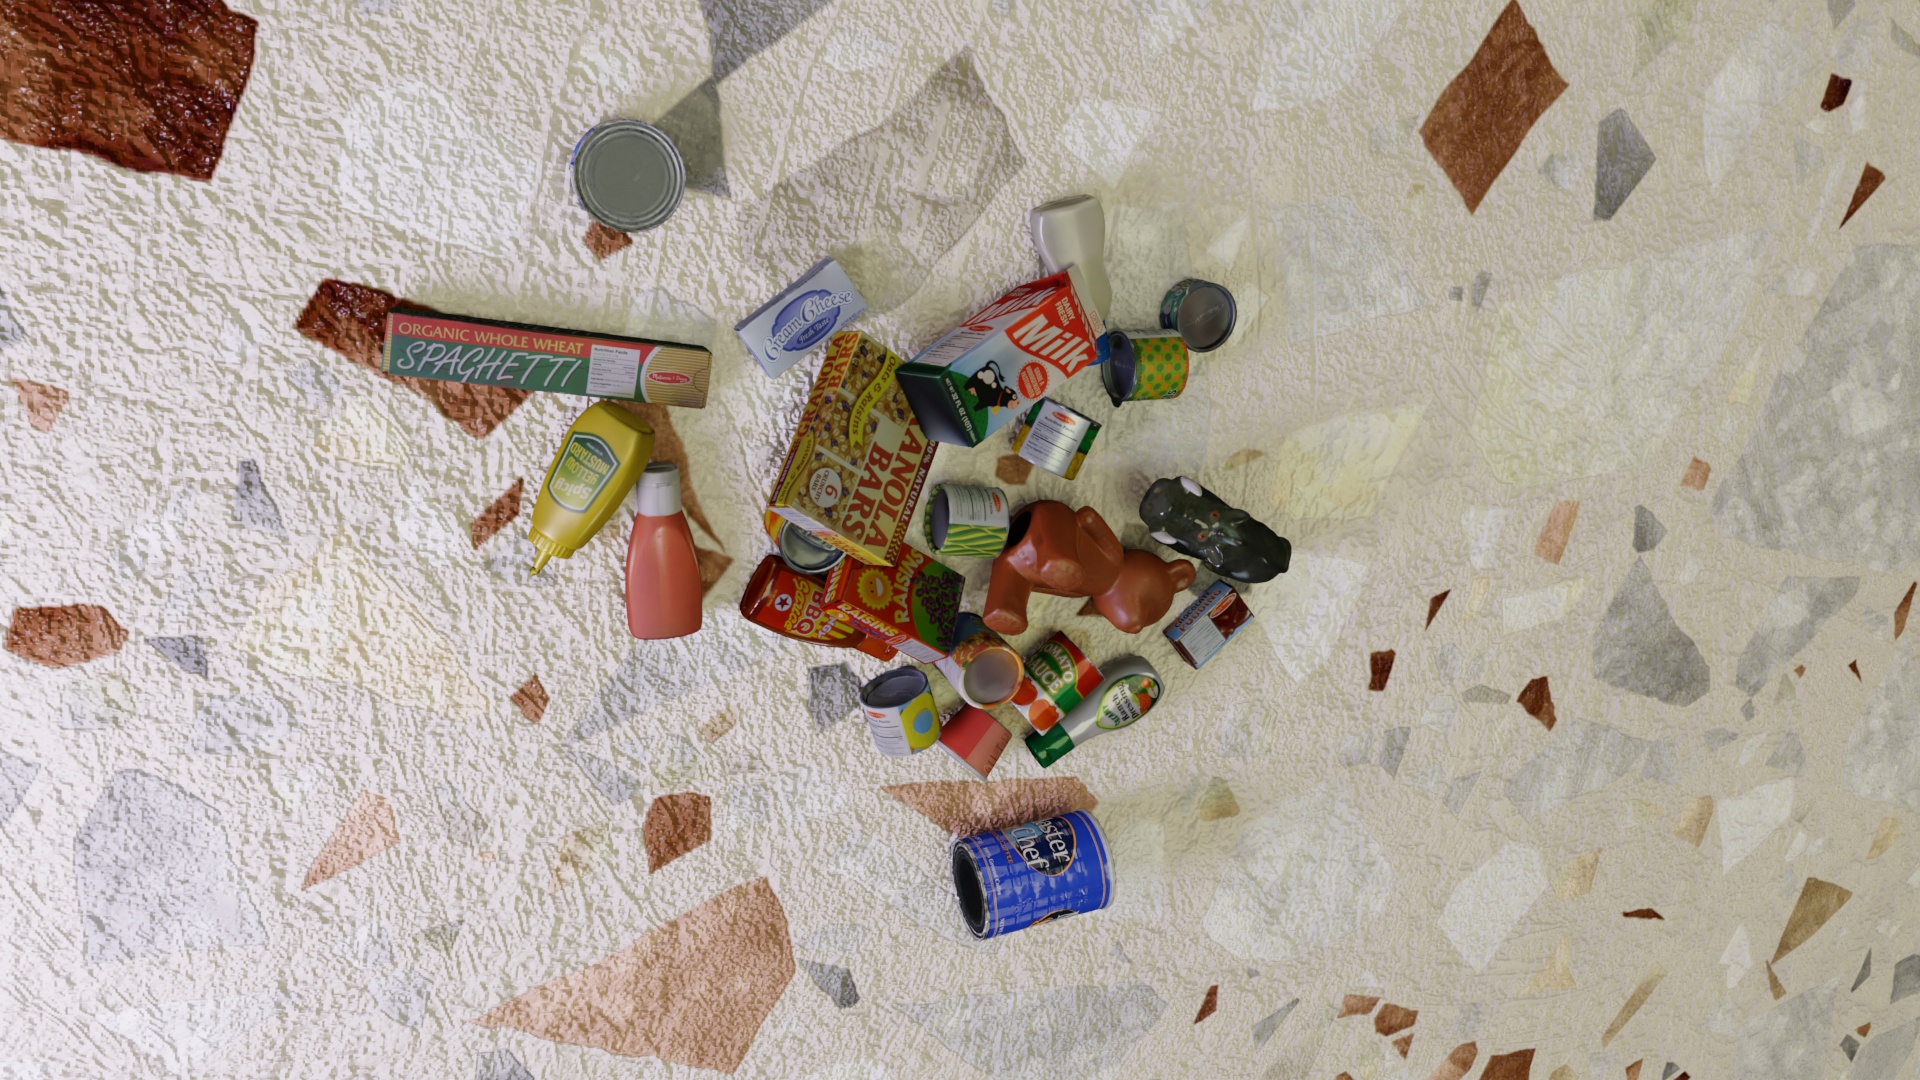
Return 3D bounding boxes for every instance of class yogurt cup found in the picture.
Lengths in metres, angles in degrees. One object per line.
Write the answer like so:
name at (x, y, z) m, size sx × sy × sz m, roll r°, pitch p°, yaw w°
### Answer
yogurt cup at (0.013, 0.192, 1.346) m, size 0.072 × 0.072 × 0.054 m, roll 44°, pitch 81°, yaw -28°

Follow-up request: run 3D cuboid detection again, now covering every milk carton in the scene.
milk carton at (0.046, -0.161, 1.192) m, size 0.191 × 0.073 × 0.072 m, roll -38°, pitch 118°, yaw -23°

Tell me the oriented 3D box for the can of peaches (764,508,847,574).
can of peaches at (-0.133, -0.013, 1.217) m, size 0.071 × 0.058 × 0.071 m, roll -7°, pitch 110°, yaw -20°

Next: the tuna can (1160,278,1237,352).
tuna can at (0.223, -0.214, 1.307) m, size 0.071 × 0.033 × 0.070 m, roll -7°, pitch 111°, yaw -20°

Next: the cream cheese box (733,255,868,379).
cream cheese box at (-0.135, -0.188, 1.174) m, size 0.104 × 0.024 × 0.053 m, roll -39°, pitch 116°, yaw -6°

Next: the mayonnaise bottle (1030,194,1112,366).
mayonnaise bottle at (0.106, -0.231, 1.249) m, size 0.065 × 0.041 × 0.147 m, roll -17°, pitch 115°, yaw -9°

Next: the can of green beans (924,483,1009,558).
can of green beans at (0.005, -0.018, 1.267) m, size 0.058 × 0.071 × 0.071 m, roll 4°, pitch 107°, yaw -23°

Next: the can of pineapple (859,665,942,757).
can of pineapple at (-0.054, 0.161, 1.306) m, size 0.071 × 0.071 × 0.057 m, roll -22°, pitch 116°, yaw -14°

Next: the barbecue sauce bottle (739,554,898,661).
barbecue sauce bottle at (-0.122, 0.068, 1.258) m, size 0.148 × 0.044 × 0.065 m, roll 26°, pitch 95°, yaw -28°

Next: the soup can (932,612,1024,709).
soup can at (0.017, 0.111, 1.307) m, size 0.071 × 0.084 × 0.071 m, roll -7°, pitch 110°, yaw -20°

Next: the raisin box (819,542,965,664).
raisin box at (-0.060, 0.048, 1.254) m, size 0.123 × 0.040 × 0.086 m, roll 31°, pitch 56°, yaw -28°

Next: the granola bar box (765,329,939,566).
granola bar box at (-0.081, -0.077, 1.179) m, size 0.124 × 0.039 × 0.166 m, roll 33°, pitch 70°, yaw -41°

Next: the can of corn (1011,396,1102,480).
can of corn at (0.088, -0.095, 1.277) m, size 0.071 × 0.071 × 0.058 m, roll 22°, pitch 100°, yaw -27°

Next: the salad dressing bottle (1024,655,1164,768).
salad dressing bottle at (0.134, 0.174, 1.400) m, size 0.148 × 0.044 × 0.064 m, roll -33°, pitch 116°, yaw -8°

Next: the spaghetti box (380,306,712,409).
spaghetti box at (-0.326, -0.145, 1.108) m, size 0.250 × 0.029 × 0.050 m, roll 4°, pitch 106°, yaw -24°

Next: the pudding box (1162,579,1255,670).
pudding box at (0.255, 0.087, 1.427) m, size 0.084 × 0.030 × 0.049 m, roll -42°, pitch 117°, yaw -4°

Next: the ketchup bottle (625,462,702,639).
ketchup bottle at (-0.254, 0.009, 1.182) m, size 0.065 × 0.043 × 0.148 m, roll -6°, pitch 110°, yaw -21°

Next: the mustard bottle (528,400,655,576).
mustard bottle at (-0.311, -0.035, 1.134) m, size 0.065 × 0.049 × 0.160 m, roll 33°, pitch 99°, yaw 7°

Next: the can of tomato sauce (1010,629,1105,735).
can of tomato sauce at (0.088, 0.138, 1.355) m, size 0.083 × 0.071 × 0.071 m, roll -42°, pitch 118°, yaw -3°

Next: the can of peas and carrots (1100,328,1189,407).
can of peas and carrots at (0.171, -0.160, 1.286) m, size 0.059 × 0.071 × 0.070 m, roll -6°, pitch 110°, yaw -21°
